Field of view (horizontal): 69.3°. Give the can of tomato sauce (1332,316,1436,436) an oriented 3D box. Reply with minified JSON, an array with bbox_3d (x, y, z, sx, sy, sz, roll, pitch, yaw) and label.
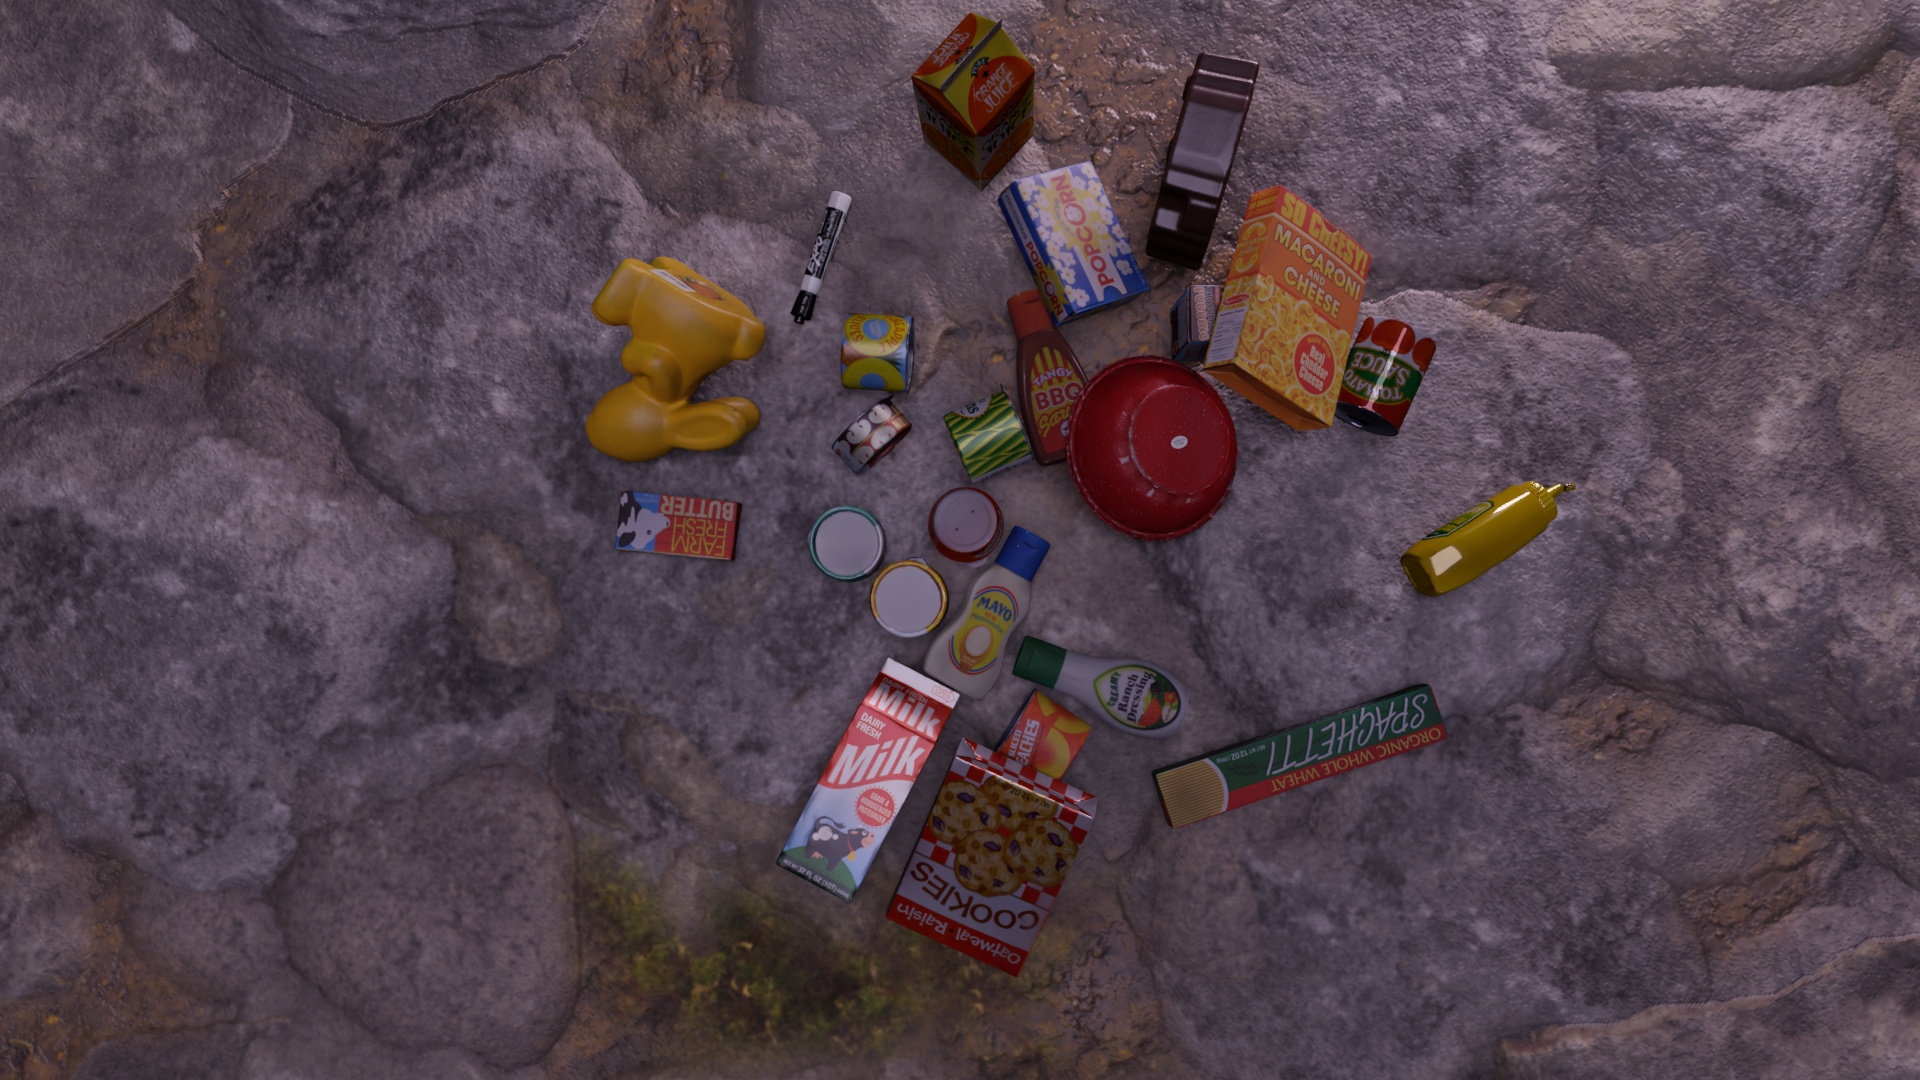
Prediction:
[{"bbox_3d":[0.358,-0.141,1.184,0.071,0.071,0.083,26,87,3],"label":"can of tomato sauce"}]

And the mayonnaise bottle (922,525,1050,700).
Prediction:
[{"bbox_3d":[0.027,0.059,1.190,0.065,0.041,0.148,29,88,-3],"label":"mayonnaise bottle"}]

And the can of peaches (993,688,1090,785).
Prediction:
[{"bbox_3d":[0.068,0.168,1.168,0.058,0.071,0.071,33,88,2],"label":"can of peaches"}]

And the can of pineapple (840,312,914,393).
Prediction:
[{"bbox_3d":[-0.071,-0.162,1.194,0.058,0.071,0.071,4,87,1],"label":"can of pineapple"}]

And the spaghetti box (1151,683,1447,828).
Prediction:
[{"bbox_3d":[0.289,0.183,1.184,0.250,0.028,0.050,-18,87,0],"label":"spaghetti box"}]

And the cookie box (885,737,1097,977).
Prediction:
[{"bbox_3d":[0.024,0.264,1.150,0.123,0.040,0.166,24,109,3],"label":"cookie box"}]

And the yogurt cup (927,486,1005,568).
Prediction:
[{"bbox_3d":[0.004,-0.015,1.190,0.072,0.054,0.072,0,86,1],"label":"yogurt cup"}]

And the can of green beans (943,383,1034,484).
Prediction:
[{"bbox_3d":[0.024,-0.089,1.189,0.058,0.071,0.071,-23,86,0],"label":"can of green beans"}]

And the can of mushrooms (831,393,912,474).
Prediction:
[{"bbox_3d":[-0.074,-0.091,1.190,0.071,0.071,0.033,-42,87,-2],"label":"can of mushrooms"}]

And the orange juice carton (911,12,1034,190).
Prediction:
[{"bbox_3d":[0.012,-0.365,1.144,0.073,0.192,0.072,42,89,4],"label":"orange juice carton"}]

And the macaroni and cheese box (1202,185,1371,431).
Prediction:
[{"bbox_3d":[0.277,-0.193,1.160,0.123,0.040,0.167,26,73,-31],"label":"macaroni and cheese box"}]

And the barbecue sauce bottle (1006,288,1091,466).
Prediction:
[{"bbox_3d":[0.077,-0.142,1.203,0.065,0.043,0.148,-16,86,-5],"label":"barbecue sauce bottle"}]

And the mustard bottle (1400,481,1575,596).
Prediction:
[{"bbox_3d":[0.453,-0.010,1.180,0.160,0.065,0.049,-31,92,-7],"label":"mustard bottle"}]

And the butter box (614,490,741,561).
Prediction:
[{"bbox_3d":[-0.245,-0.013,1.209,0.103,0.024,0.053,5,87,2],"label":"butter box"}]

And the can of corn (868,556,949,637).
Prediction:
[{"bbox_3d":[-0.043,0.048,1.184,0.071,0.058,0.071,0,87,1],"label":"can of corn"}]

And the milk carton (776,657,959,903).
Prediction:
[{"bbox_3d":[-0.075,0.198,1.167,0.072,0.073,0.190,27,87,3],"label":"milk carton"}]

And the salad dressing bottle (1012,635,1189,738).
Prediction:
[{"bbox_3d":[0.119,0.122,1.184,0.148,0.044,0.064,19,85,2],"label":"salad dressing bottle"}]

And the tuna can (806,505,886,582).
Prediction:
[{"bbox_3d":[-0.100,0.002,1.201,0.071,0.033,0.071,0,86,1],"label":"tuna can"}]

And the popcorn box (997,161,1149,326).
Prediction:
[{"bbox_3d":[0.097,-0.256,1.196,0.085,0.038,0.126,-22,85,-30],"label":"popcorn box"}]

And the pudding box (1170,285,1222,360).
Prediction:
[{"bbox_3d":[0.200,-0.185,1.184,0.030,0.083,0.049,-1,86,-2],"label":"pudding box"}]
